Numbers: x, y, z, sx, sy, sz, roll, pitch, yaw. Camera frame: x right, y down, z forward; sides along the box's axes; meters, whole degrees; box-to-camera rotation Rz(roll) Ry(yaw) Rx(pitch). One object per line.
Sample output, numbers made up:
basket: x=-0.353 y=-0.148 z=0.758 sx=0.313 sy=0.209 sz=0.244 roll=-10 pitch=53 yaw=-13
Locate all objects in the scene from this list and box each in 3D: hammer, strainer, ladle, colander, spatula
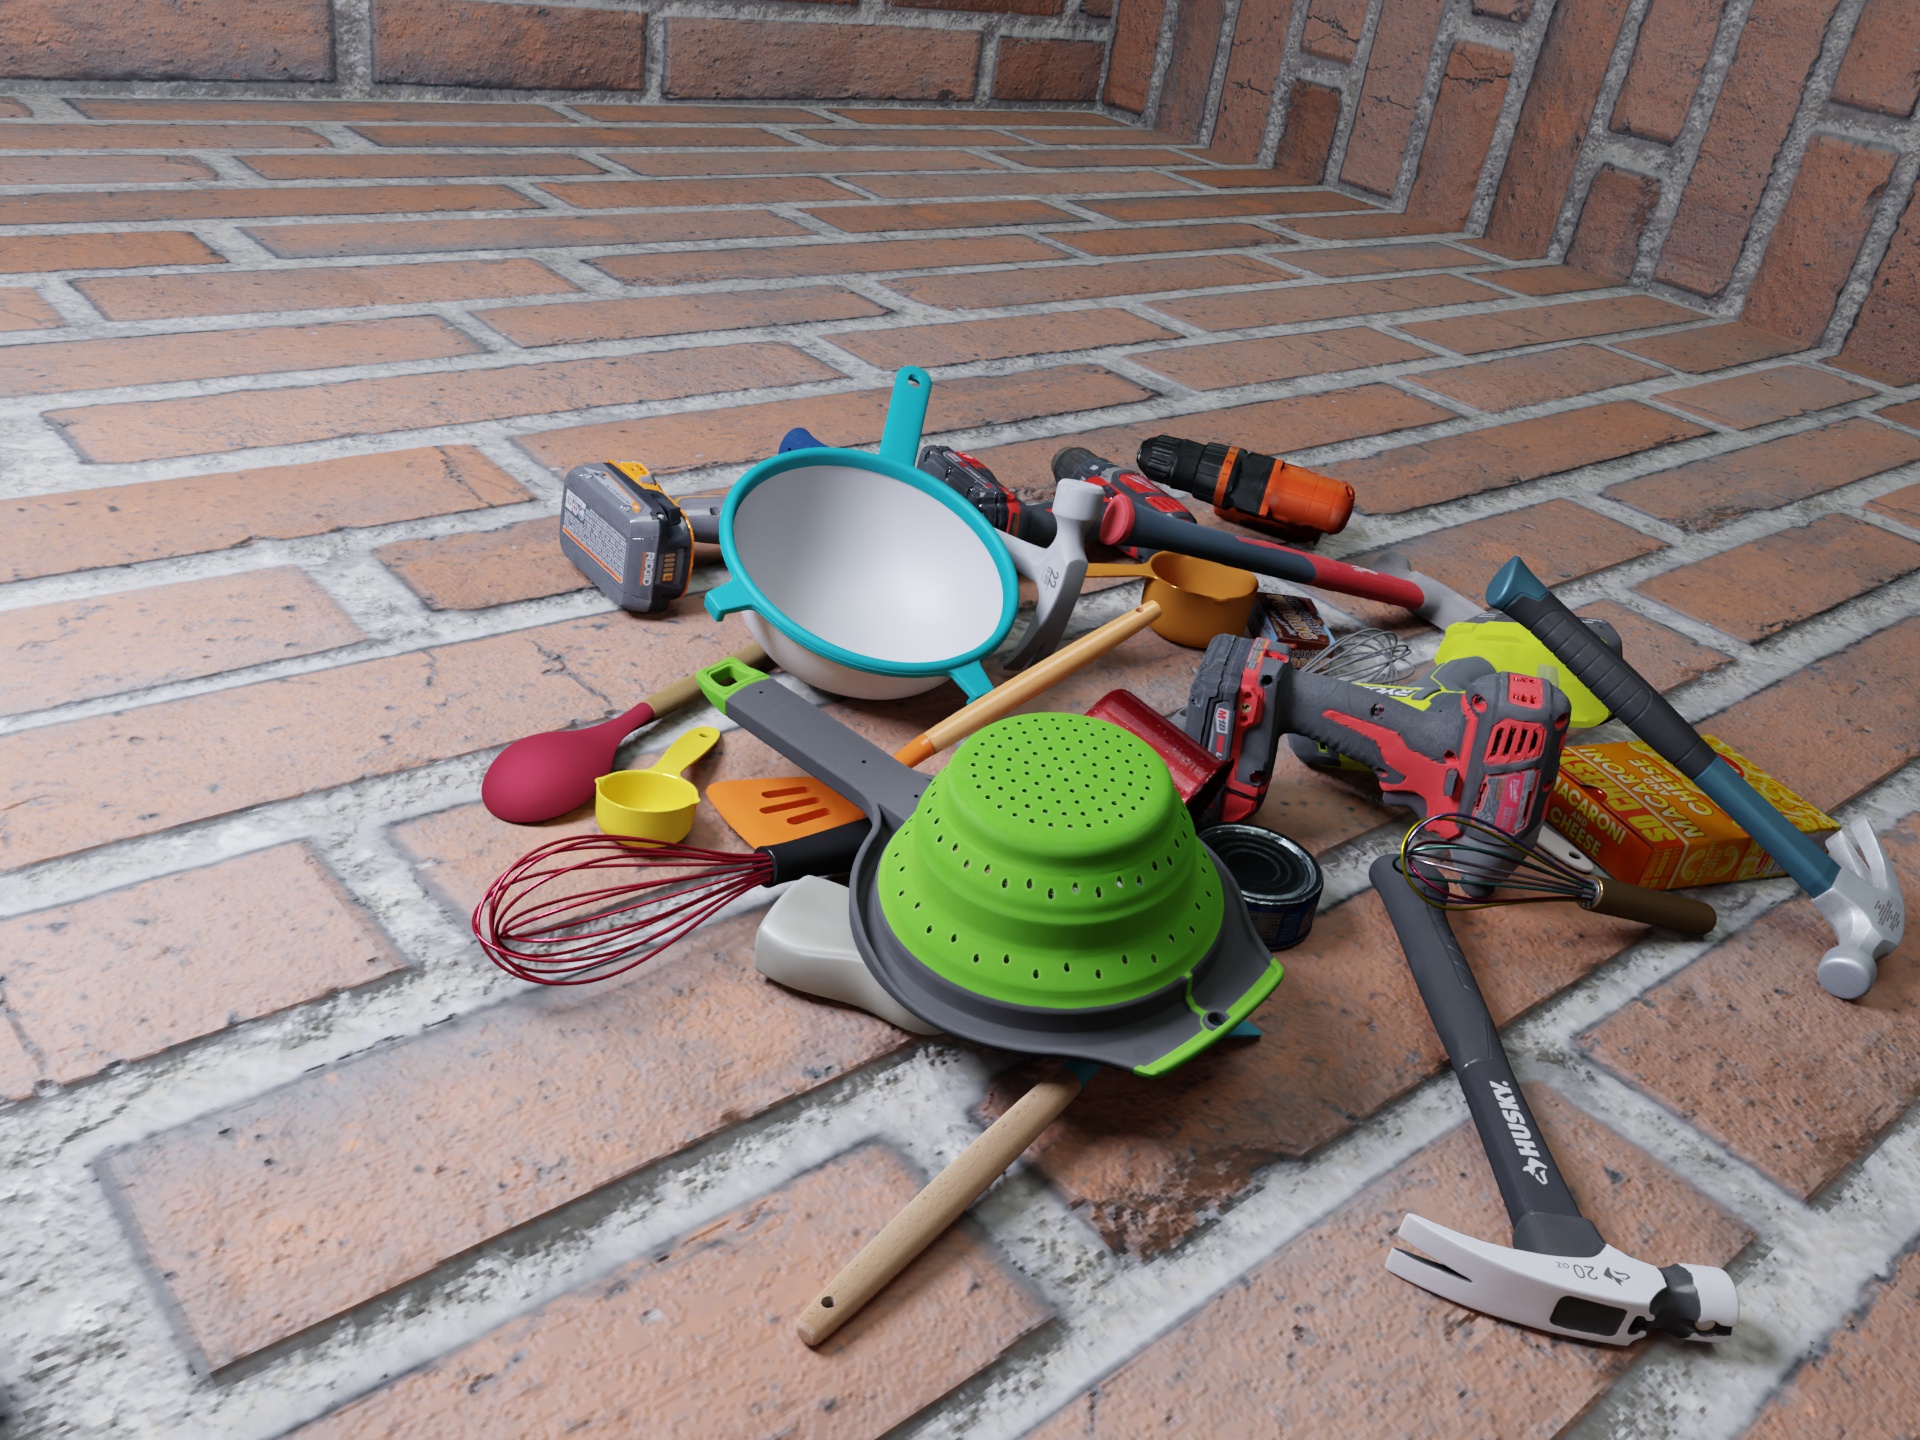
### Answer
hammer: x=0.263 y=0.174 z=0.827 sx=0.146 sy=0.035 sz=0.335 roll=8 pitch=29 yaw=-5
strainer: x=-0.065 y=-0.130 z=1.147 sx=0.211 sy=0.095 sz=0.341 roll=18 pitch=44 yaw=-10
ladle: x=-0.185 y=-0.012 z=1.026 sx=0.069 sy=0.031 sz=0.315 roll=23 pitch=30 yaw=21
hammer: x=0.265 y=-0.113 z=1.225 sx=0.386 sy=0.038 sz=0.143 roll=7 pitch=26 yaw=-38
colander: x=-0.011 y=0.026 z=0.835 sx=0.204 sy=0.094 sz=0.397 roll=-28 pitch=45 yaw=-36
spatula: x=0.035 y=0.191 z=0.743 sx=0.082 sy=0.044 sz=0.317 roll=28 pitch=39 yaw=28
hammer: x=0.464 y=0.020 z=1.016 sx=0.331 sy=0.033 sz=0.128 roll=47 pitch=49 yaw=12
spatula: x=-0.002 y=-0.003 z=0.992 sx=0.322 sy=0.041 sz=0.081 roll=-31 pitch=45 yaw=-20
hammer: x=-0.036 y=-0.163 z=1.264 sx=0.035 sy=0.144 sz=0.406 roll=2 pitch=19 yaw=-37

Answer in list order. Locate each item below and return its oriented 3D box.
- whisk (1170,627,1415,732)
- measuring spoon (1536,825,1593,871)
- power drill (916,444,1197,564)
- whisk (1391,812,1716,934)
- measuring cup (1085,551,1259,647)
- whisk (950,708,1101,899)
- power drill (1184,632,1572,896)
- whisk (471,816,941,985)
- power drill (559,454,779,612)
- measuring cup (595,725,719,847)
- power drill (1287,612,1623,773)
whisk: x=0.243 y=-0.022 z=1.156 sx=0.239 sy=0.055 sz=0.055 roll=-17 pitch=39 yaw=-32
measuring spoon: x=0.381 y=0.061 z=1.074 sx=0.034 sy=0.018 sz=0.124 roll=-8 pitch=35 yaw=-29
power drill: x=0.069 y=-0.187 z=1.359 sx=0.226 sy=0.080 sz=0.188 roll=-5 pitch=33 yaw=-30
whisk: x=0.355 y=0.102 z=0.942 sx=0.244 sy=0.051 sz=0.047 roll=14 pitch=48 yaw=-23
measuring cup: x=0.145 y=-0.094 z=1.243 sx=0.173 sy=0.052 sz=0.095 roll=1 pitch=31 yaw=-12
whisk: x=0.028 y=0.054 z=0.955 sx=0.059 sy=0.057 sz=0.247 roll=-6 pitch=28 yaw=-11
power drill: x=0.250 y=0.029 z=0.983 sx=0.220 sy=0.143 sz=0.078 roll=11 pitch=28 yaw=15
whisk: x=-0.121 y=0.082 z=0.853 sx=0.295 sy=0.073 sz=0.073 roll=-10 pitch=34 yaw=-42
power drill: x=-0.167 y=-0.141 z=1.203 sx=0.226 sy=0.084 sz=0.164 roll=-11 pitch=36 yaw=-39
measuring cup: x=-0.173 y=0.037 z=0.952 sx=0.062 sy=0.029 sz=0.156 roll=11 pitch=18 yaw=5
power drill: x=0.358 y=-0.012 z=1.101 sx=0.223 sy=0.080 sz=0.171 roll=-20 pitch=18 yaw=-41
